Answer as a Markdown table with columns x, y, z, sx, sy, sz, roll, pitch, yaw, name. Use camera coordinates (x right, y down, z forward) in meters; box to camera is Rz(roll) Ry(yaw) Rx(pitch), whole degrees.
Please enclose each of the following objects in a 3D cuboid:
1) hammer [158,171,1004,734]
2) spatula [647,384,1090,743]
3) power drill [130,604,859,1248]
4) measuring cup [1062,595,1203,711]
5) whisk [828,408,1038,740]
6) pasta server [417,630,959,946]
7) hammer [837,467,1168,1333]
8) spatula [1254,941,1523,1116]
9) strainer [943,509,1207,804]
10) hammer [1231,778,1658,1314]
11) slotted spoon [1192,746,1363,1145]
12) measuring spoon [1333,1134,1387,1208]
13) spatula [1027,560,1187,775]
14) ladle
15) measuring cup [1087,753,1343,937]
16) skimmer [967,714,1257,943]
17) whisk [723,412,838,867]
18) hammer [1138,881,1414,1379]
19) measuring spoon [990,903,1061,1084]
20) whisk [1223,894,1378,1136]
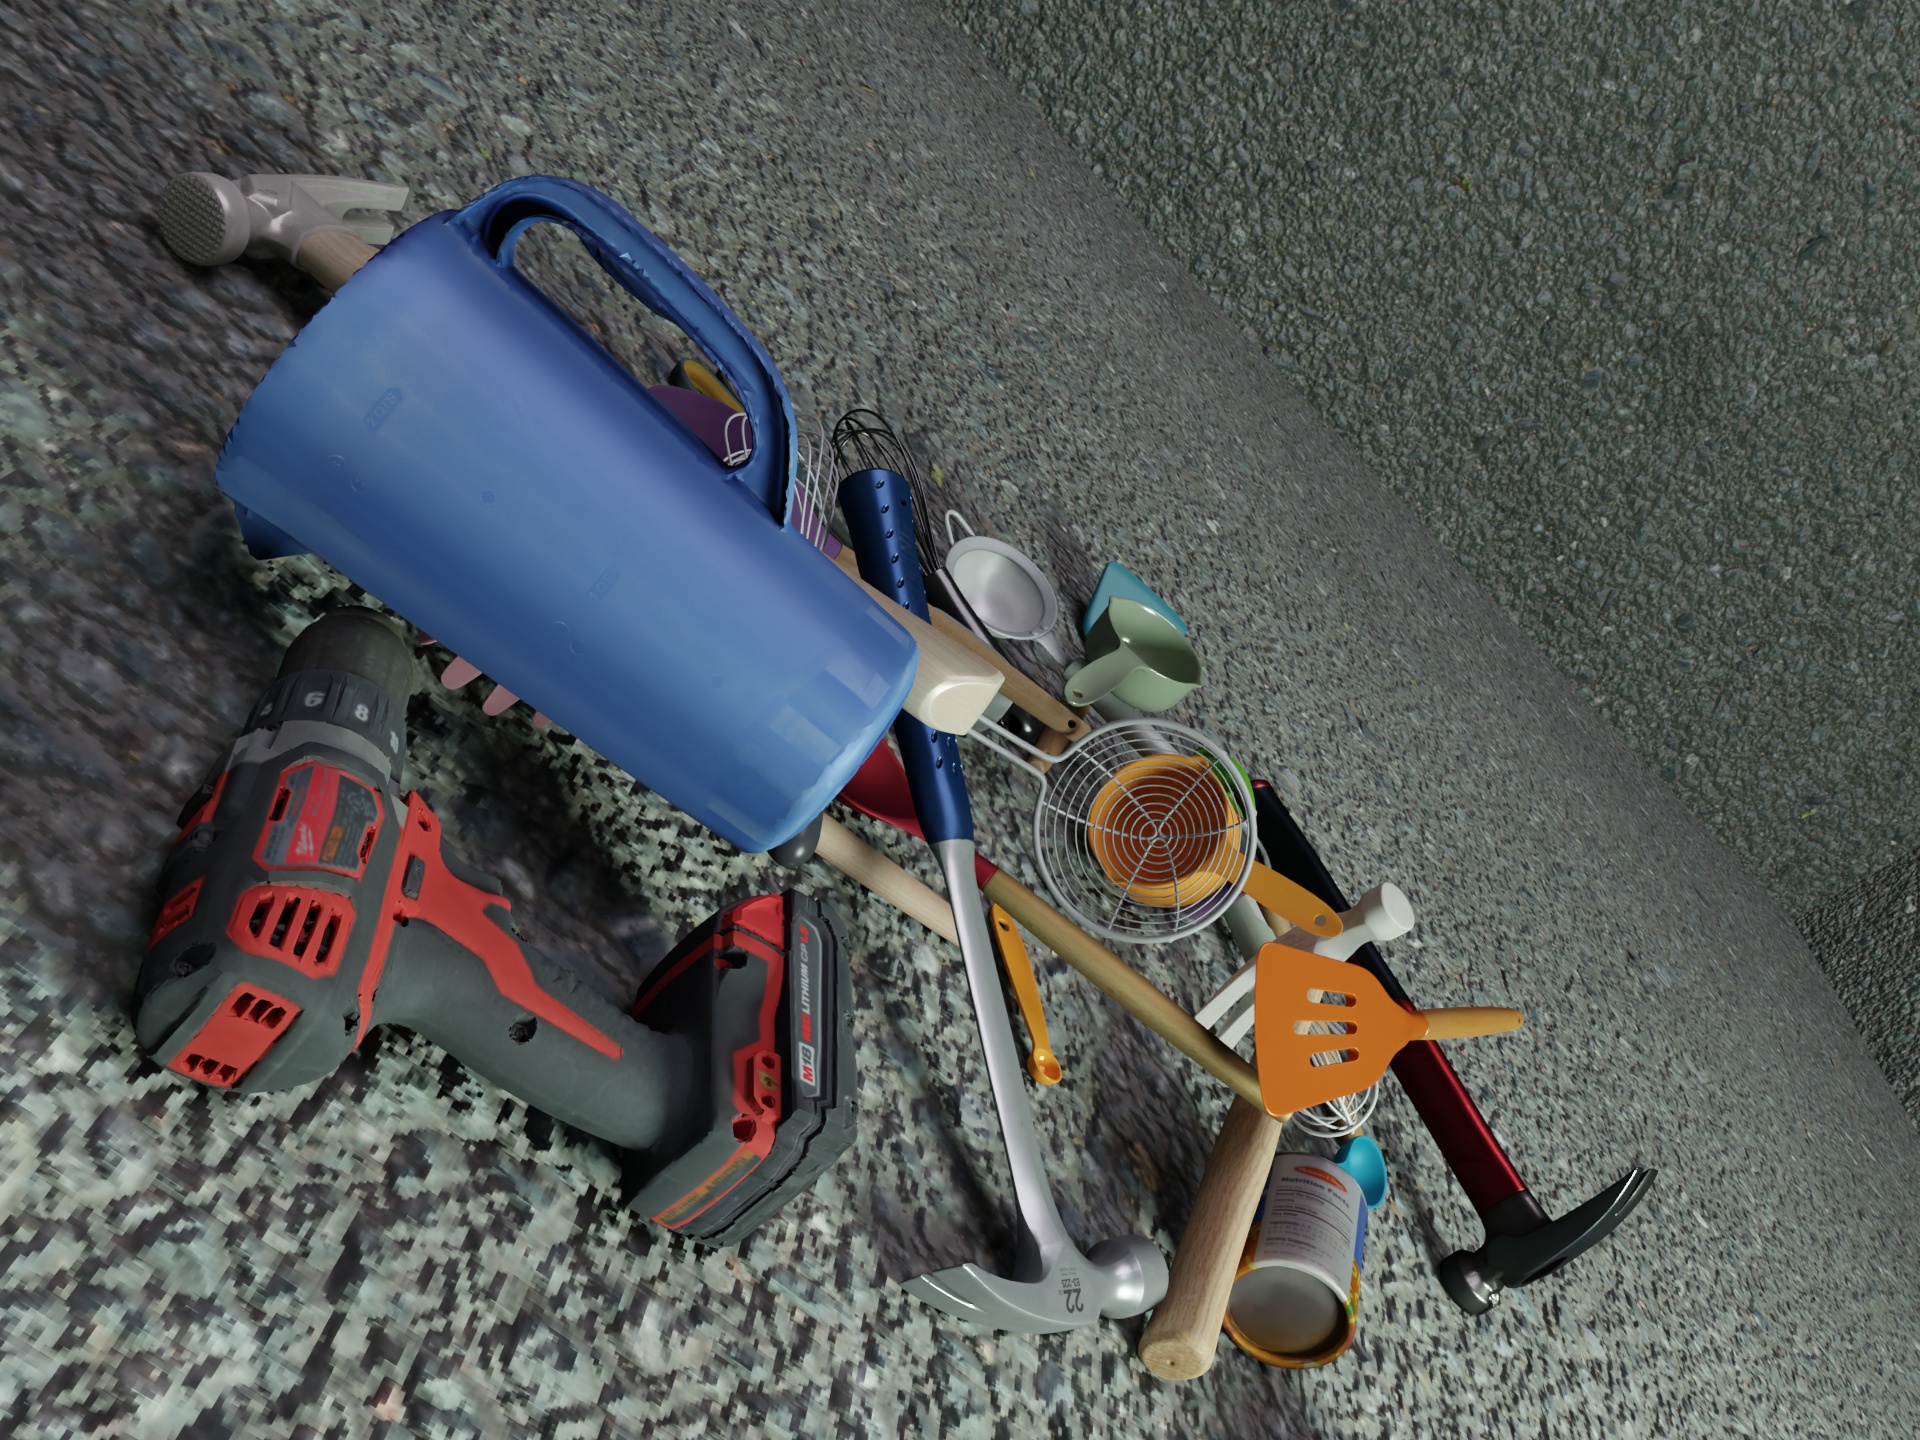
| x | y | z | sx | sy | sz | roll | pitch | yaw | name |
| --- | --- | --- | --- | --- | --- | --- | --- | --- | --- |
| -0.153 | -0.127 | 0.724 | 0.410 | 0.038 | 0.146 | 35 | 24 | 5 | hammer |
| -0.048 | -0.079 | 0.884 | 0.315 | 0.060 | 0.018 | 36 | -12 | -18 | spatula |
| -0.148 | 0.065 | 0.542 | 0.226 | 0.080 | 0.188 | 31 | 30 | -29 | power drill |
| 0.093 | -0.026 | 0.985 | 0.083 | 0.038 | 0.167 | 46 | 33 | 9 | measuring cup |
| -0.015 | -0.091 | 1.004 | 0.239 | 0.055 | 0.055 | 59 | 25 | 3 | whisk |
| -0.101 | 0.033 | 0.724 | 0.316 | 0.040 | 0.060 | 39 | 26 | -32 | pasta server |
| -0.004 | 0.066 | 0.720 | 0.144 | 0.035 | 0.406 | 14 | 56 | -50 | hammer |
| 0.245 | 0.164 | 0.860 | 0.322 | 0.041 | 0.081 | 14 | 73 | -54 | spatula |
| 0.068 | -0.036 | 1.041 | 0.258 | 0.050 | 0.087 | 46 | 43 | 16 | strainer |
| 0.291 | 0.179 | 1.054 | 0.038 | 0.143 | 0.387 | 20 | 33 | -42 | hammer |
| 0.215 | 0.146 | 1.070 | 0.031 | 0.070 | 0.314 | -8 | 53 | -8 | slotted spoon |
| 0.203 | 0.265 | 0.915 | 0.128 | 0.021 | 0.042 | 8 | 69 | -44 | measuring spoon |
| 0.095 | -0.032 | 1.118 | 0.082 | 0.044 | 0.317 | 42 | 26 | -2 | spatula |
| 0.036 | 0.093 | 0.786 | 0.315 | 0.031 | 0.069 | 38 | 26 | 8 | ladle |
| 0.157 | 0.089 | 0.948 | 0.174 | 0.095 | 0.052 | 32 | -11 | 32 | measuring cup |
| -0.001 | -0.003 | 0.856 | 0.363 | 0.127 | 0.090 | 32 | 4 | -20 | skimmer |
| -0.086 | -0.049 | 0.754 | 0.070 | 0.070 | 0.285 | 30 | 37 | -36 | whisk |
| 0.151 | 0.203 | 0.821 | 0.031 | 0.130 | 0.331 | 49 | 35 | -7 | hammer |
| 0.030 | 0.138 | 0.811 | 0.021 | 0.011 | 0.117 | 31 | 27 | -35 | measuring spoon |
| 0.200 | 0.161 | 1.016 | 0.057 | 0.059 | 0.247 | 51 | 13 | -41 | whisk |
